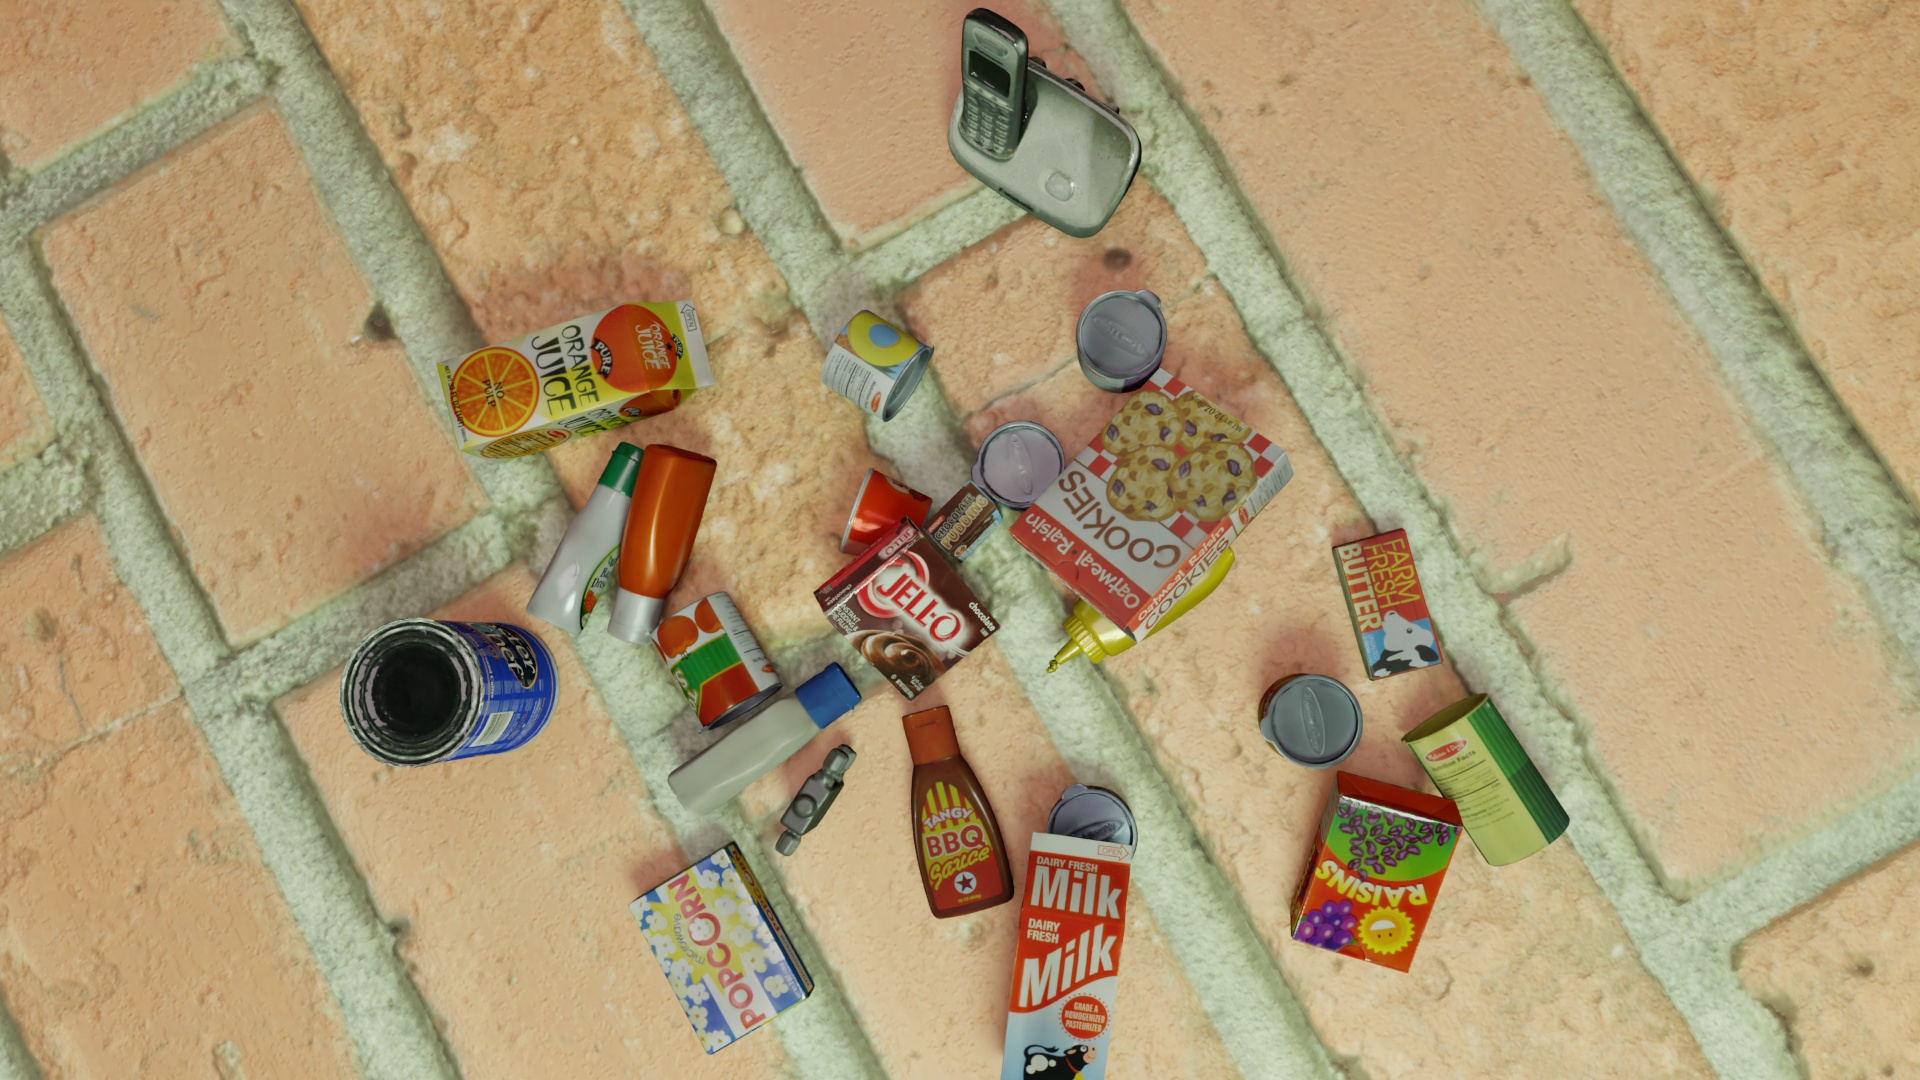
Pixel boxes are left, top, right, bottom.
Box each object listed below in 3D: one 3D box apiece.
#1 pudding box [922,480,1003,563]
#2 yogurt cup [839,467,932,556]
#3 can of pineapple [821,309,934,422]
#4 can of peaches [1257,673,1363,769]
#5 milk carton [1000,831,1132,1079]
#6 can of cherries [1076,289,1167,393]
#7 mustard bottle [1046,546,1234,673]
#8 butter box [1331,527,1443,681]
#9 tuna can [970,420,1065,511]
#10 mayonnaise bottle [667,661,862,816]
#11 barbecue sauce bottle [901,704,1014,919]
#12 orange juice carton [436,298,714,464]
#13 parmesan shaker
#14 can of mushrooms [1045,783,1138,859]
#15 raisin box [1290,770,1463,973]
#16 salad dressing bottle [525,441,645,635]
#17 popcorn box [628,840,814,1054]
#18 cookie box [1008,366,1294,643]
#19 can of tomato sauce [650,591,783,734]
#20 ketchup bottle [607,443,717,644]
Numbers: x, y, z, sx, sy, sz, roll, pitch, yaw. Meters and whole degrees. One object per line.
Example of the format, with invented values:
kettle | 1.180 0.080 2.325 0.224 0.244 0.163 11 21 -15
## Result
pudding box | 0.004 -0.013 1.017 0.049 0.083 0.030 -45 83 0
yogurt cup | -0.054 -0.014 1.034 0.054 0.072 0.072 20 87 -2
can of pineapple | -0.063 -0.133 1.045 0.058 0.071 0.071 32 88 7
can of peaches | 0.247 0.129 0.997 0.071 0.058 0.071 0 85 5
milk carton | 0.074 0.297 0.967 0.072 0.073 0.190 7 99 6
can of cherries | 0.122 -0.148 1.034 0.071 0.058 0.071 -1 84 6
mustard bottle | 0.124 0.044 1.019 0.160 0.048 0.065 -38 74 1
butter box | 0.311 0.047 1.016 0.053 0.024 0.103 -14 83 4
tuna can | 0.044 -0.055 1.044 0.071 0.033 0.071 0 84 5
mayonnaise bottle | -0.143 0.146 1.027 0.148 0.064 0.041 -36 79 -3
barbecue sauce bottle | -0.008 0.197 1.019 0.065 0.043 0.148 -15 83 4
orange juice carton | -0.286 -0.124 1.058 0.193 0.073 0.072 -17 84 3
parmesan shaker | 0.370 0.169 0.981 0.071 0.071 0.103 -32 84 1
can of mushrooms | 0.095 0.211 1.014 0.071 0.033 0.071 0 85 5
raisin box | 0.289 0.232 0.970 0.086 0.040 0.123 14 111 5
salad dressing bottle | -0.276 -0.003 1.054 0.044 0.064 0.148 25 80 -1
popcorn box | -0.176 0.300 1.025 0.085 0.038 0.127 -31 83 2
cookie box | 0.134 -0.027 0.992 0.167 0.040 0.123 -47 57 -5
can of tomato sauce | -0.183 0.090 1.032 0.071 0.071 0.083 -32 82 1
ketchup bottle | -0.229 0.004 1.048 0.043 0.065 0.148 19 95 23
